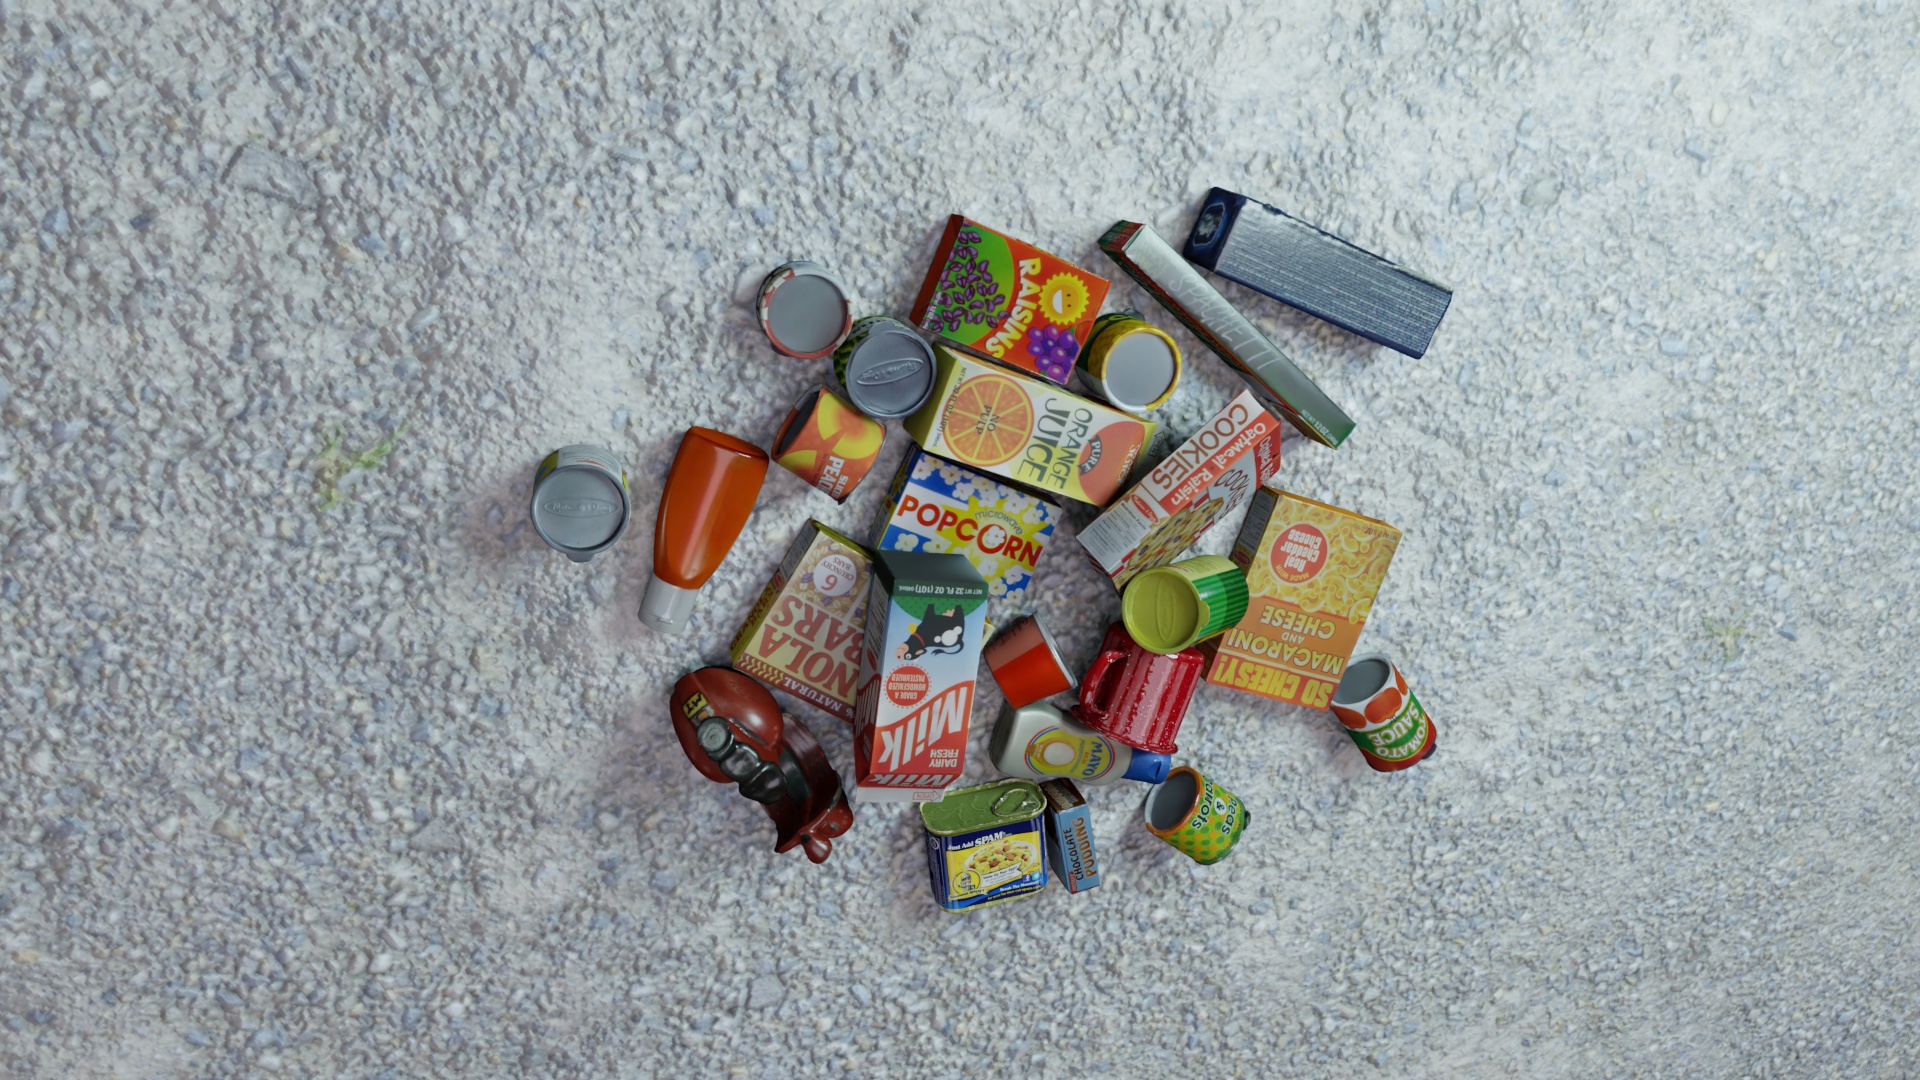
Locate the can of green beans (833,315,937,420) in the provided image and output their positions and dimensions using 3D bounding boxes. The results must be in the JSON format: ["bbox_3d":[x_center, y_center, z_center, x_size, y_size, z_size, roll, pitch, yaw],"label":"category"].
[{"bbox_3d":[-0.055,-0.125,0.998,0.071,0.058,0.071,-5,109,-14],"label":"can of green beans"}]

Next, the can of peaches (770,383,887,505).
[{"bbox_3d":[-0.096,-0.069,0.999,0.058,0.071,0.071,34,97,-22],"label":"can of peaches"}]

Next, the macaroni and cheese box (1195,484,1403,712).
[{"bbox_3d":[0.278,0.049,1.156,0.124,0.040,0.166,15,103,-18],"label":"macaroni and cheese box"}]

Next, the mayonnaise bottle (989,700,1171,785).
[{"bbox_3d":[0.101,0.172,1.147,0.148,0.041,0.064,13,104,-18],"label":"mayonnaise bottle"}]

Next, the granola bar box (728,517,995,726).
[{"bbox_3d":[-0.075,0.076,1.069,0.165,0.039,0.124,30,98,-22],"label":"granola bar box"}]

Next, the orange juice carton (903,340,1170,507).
[{"bbox_3d":[0.062,-0.080,1.036,0.193,0.073,0.071,17,102,-20],"label":"orange juice carton"}]

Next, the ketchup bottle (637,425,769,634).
[{"bbox_3d":[-0.193,-0.005,1.007,0.065,0.043,0.148,19,102,-19],"label":"ketchup bottle"}]

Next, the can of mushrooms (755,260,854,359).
[{"bbox_3d":[-0.111,-0.161,0.984,0.071,0.033,0.070,-5,109,-15],"label":"can of mushrooms"}]

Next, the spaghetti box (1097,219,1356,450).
[{"bbox_3d":[0.207,-0.156,1.064,0.250,0.050,0.028,37,93,-23],"label":"spaghetti box"}]

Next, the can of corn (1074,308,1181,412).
[{"bbox_3d":[0.127,-0.136,1.044,0.071,0.058,0.071,-5,109,-14],"label":"can of corn"}]

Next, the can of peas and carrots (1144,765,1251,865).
[{"bbox_3d":[0.200,0.233,1.179,0.058,0.071,0.071,35,96,-22],"label":"can of peas and carrots"}]

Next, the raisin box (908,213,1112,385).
[{"bbox_3d":[0.036,-0.176,1.017,0.123,0.040,0.086,19,101,-21],"label":"raisin box"}]

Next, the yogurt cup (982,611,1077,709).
[{"bbox_3d":[0.053,0.098,1.099,0.054,0.072,0.072,-29,113,4],"label":"yogurt cup"}]

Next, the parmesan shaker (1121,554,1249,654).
[{"bbox_3d":[0.180,0.049,1.084,0.103,0.071,0.071,-9,117,-57],"label":"parmesan shaker"}]

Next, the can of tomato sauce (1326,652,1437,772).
[{"bbox_3d":[0.361,0.148,1.195,0.071,0.071,0.083,-38,113,0],"label":"can of tomato sauce"}]

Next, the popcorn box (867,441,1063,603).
[{"bbox_3d":[0.004,-0.013,1.061,0.127,0.038,0.085,21,101,-21],"label":"popcorn box"}]

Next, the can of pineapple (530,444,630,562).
[{"bbox_3d":[-0.266,-0.028,0.972,0.071,0.058,0.070,-5,109,-13],"label":"can of pineapple"}]

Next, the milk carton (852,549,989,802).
[{"bbox_3d":[-0.034,0.108,1.027,0.072,0.073,0.190,4,106,-17],"label":"milk carton"}]

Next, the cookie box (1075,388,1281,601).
[{"bbox_3d":[0.170,-0.030,1.059,0.167,0.122,0.040,-41,72,0],"label":"cookie box"}]

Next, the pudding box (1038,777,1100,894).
[{"bbox_3d":[0.091,0.247,1.165,0.030,0.050,0.083,-15,111,-12],"label":"pudding box"}]
